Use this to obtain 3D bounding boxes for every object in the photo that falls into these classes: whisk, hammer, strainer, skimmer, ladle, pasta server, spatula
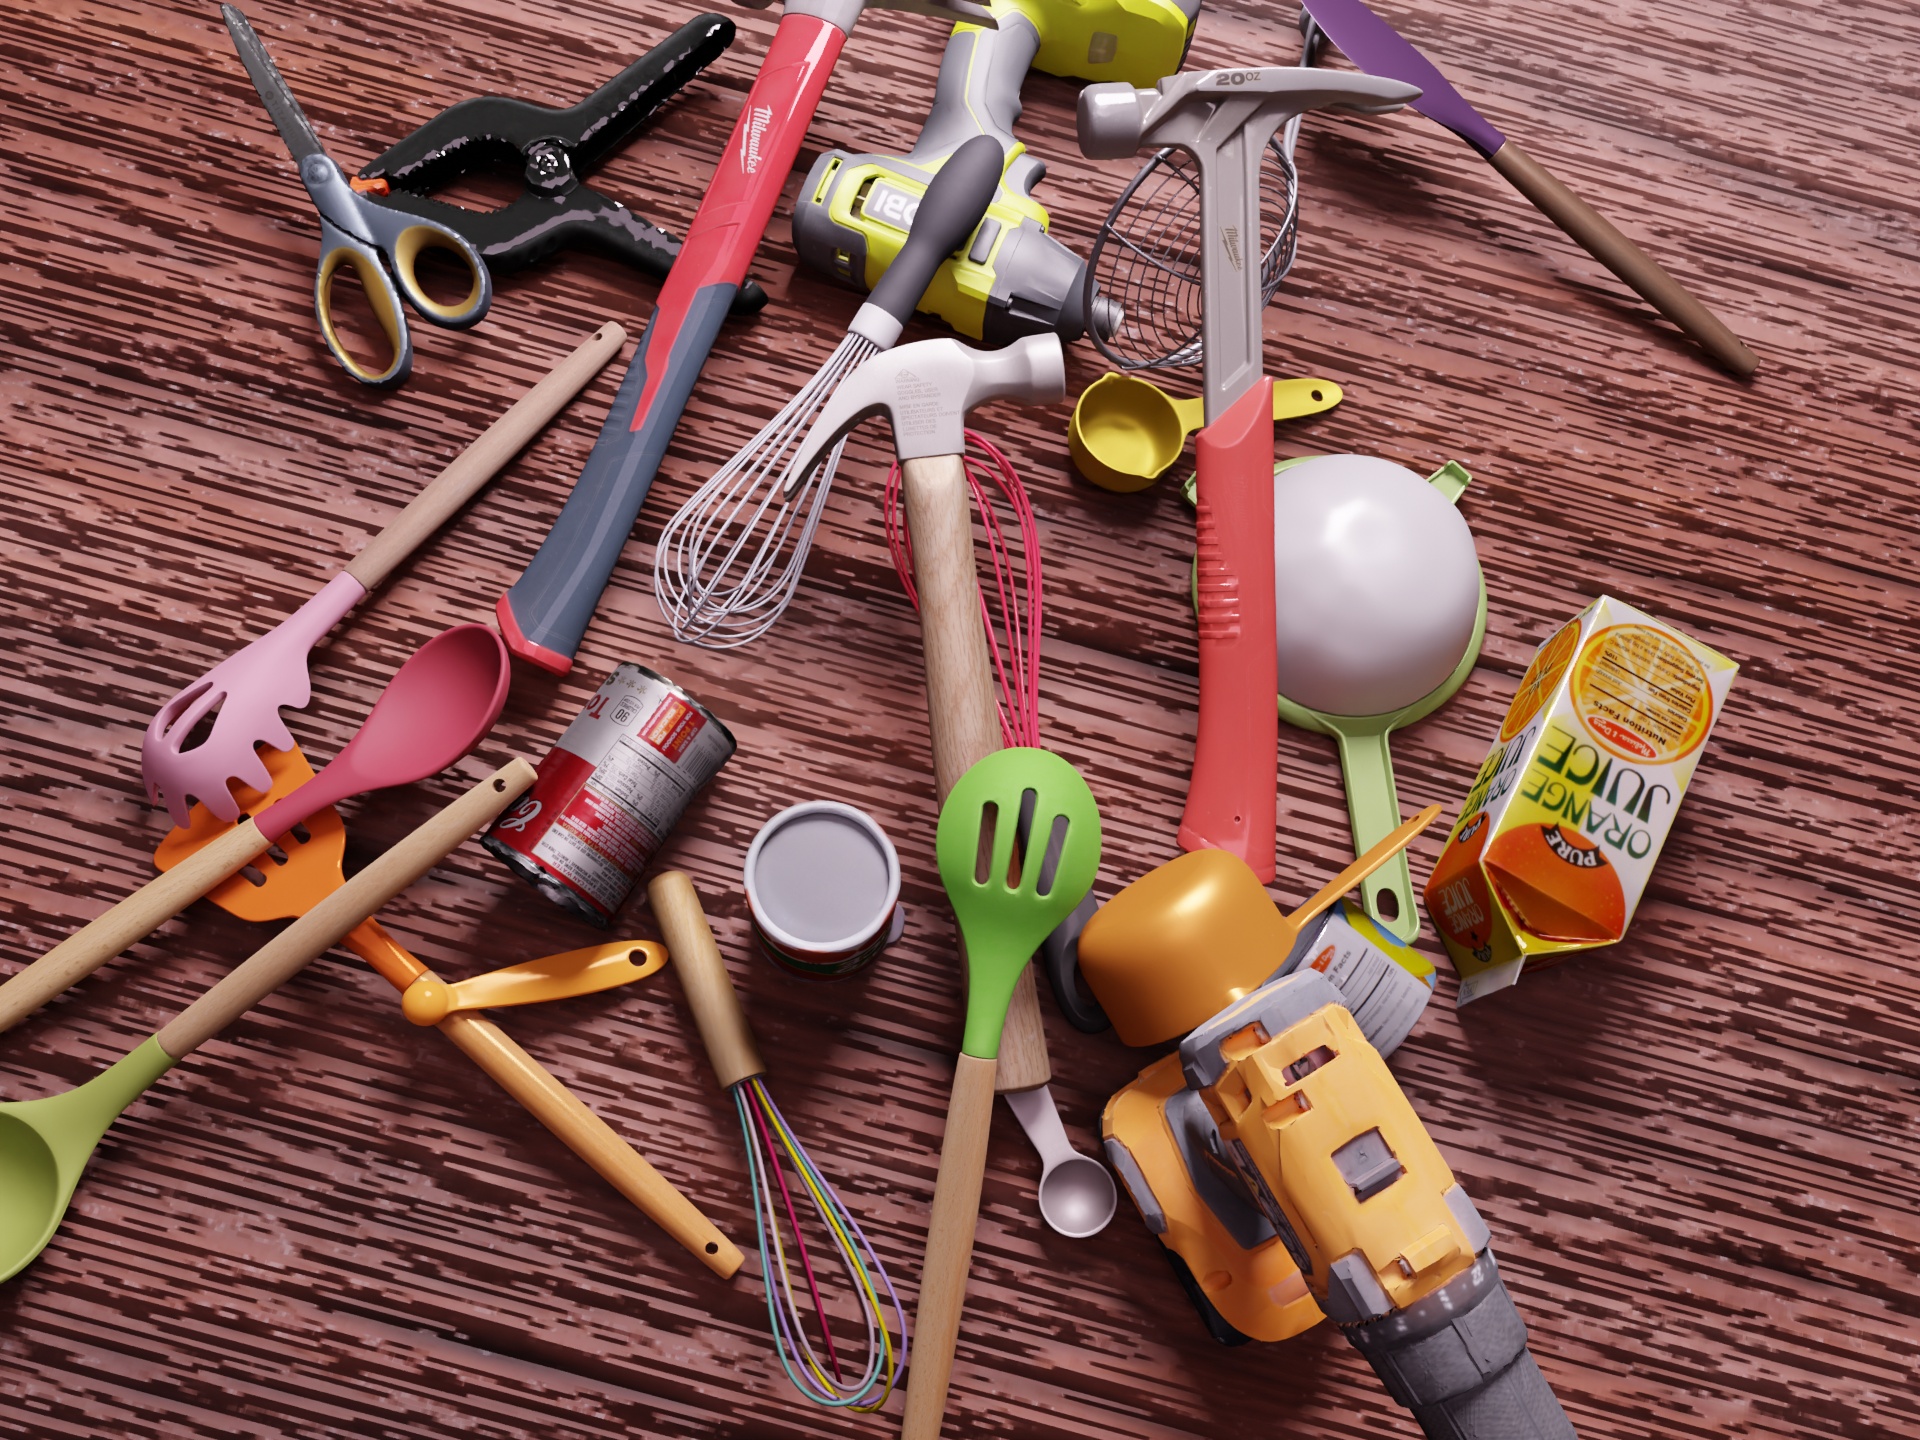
[{"bbox_3d":[-0.058,-0.158,0.755,0.070,0.070,0.284,31,86,5],"label":"whisk"},{"bbox_3d":[0.133,-0.104,0.717,0.149,0.037,0.359,-3,97,-6],"label":"hammer"},{"bbox_3d":[-0.001,-0.002,0.701,0.130,0.031,0.331,-7,87,-2],"label":"hammer"},{"bbox_3d":[-0.088,0.178,0.687,0.051,0.047,0.245,-18,70,-22],"label":"whisk"},{"bbox_3d":[0.196,-0.023,0.756,0.151,0.069,0.256,-2,72,-6],"label":"strainer"},{"bbox_3d":[0.148,-0.332,0.837,0.090,0.127,0.364,7,57,17],"label":"skimmer"},{"bbox_3d":[-0.308,0.117,0.652,0.320,0.062,0.078,-38,85,-5],"label":"ladle"},{"bbox_3d":[-0.113,-0.198,0.759,0.143,0.038,0.386,19,82,18],"label":"hammer"},{"bbox_3d":[-0.266,-0.080,0.756,0.060,0.040,0.316,31,67,19],"label":"pasta server"},{"bbox_3d":[-0.218,0.132,0.699,0.322,0.041,0.081,41,75,4],"label":"spatula"},{"bbox_3d":[-0.324,0.063,0.688,0.315,0.031,0.069,-36,52,-6],"label":"ladle"},{"bbox_3d":[0.301,-0.283,0.837,0.316,0.018,0.060,37,50,-7],"label":"spatula"},{"bbox_3d":[0.025,0.001,0.744,0.073,0.073,0.296,-14,81,-9],"label":"whisk"}]

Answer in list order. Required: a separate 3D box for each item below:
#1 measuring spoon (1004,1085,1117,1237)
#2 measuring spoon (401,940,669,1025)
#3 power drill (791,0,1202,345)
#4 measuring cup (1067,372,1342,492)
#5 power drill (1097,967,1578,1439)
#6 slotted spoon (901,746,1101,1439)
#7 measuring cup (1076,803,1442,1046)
[{"bbox_3d":[0.032,0.172,0.714,0.034,0.018,0.124,-25,70,-7],"label":"measuring spoon"},{"bbox_3d":[-0.183,0.112,0.693,0.117,0.011,0.021,-8,66,-28],"label":"measuring spoon"},{"bbox_3d":[0.034,-0.306,0.829,0.171,0.080,0.223,22,76,3],"label":"power drill"},{"bbox_3d":[0.126,-0.152,0.819,0.156,0.029,0.062,-13,72,-21],"label":"measuring cup"},{"bbox_3d":[0.135,0.196,0.600,0.084,0.226,0.185,-28,77,-12],"label":"power drill"},{"bbox_3d":[0.006,0.166,0.665,0.070,0.031,0.314,9,88,0],"label":"slotted spoon"},{"bbox_3d":[0.127,0.069,0.686,0.173,0.095,0.052,-35,93,-5],"label":"measuring cup"}]
